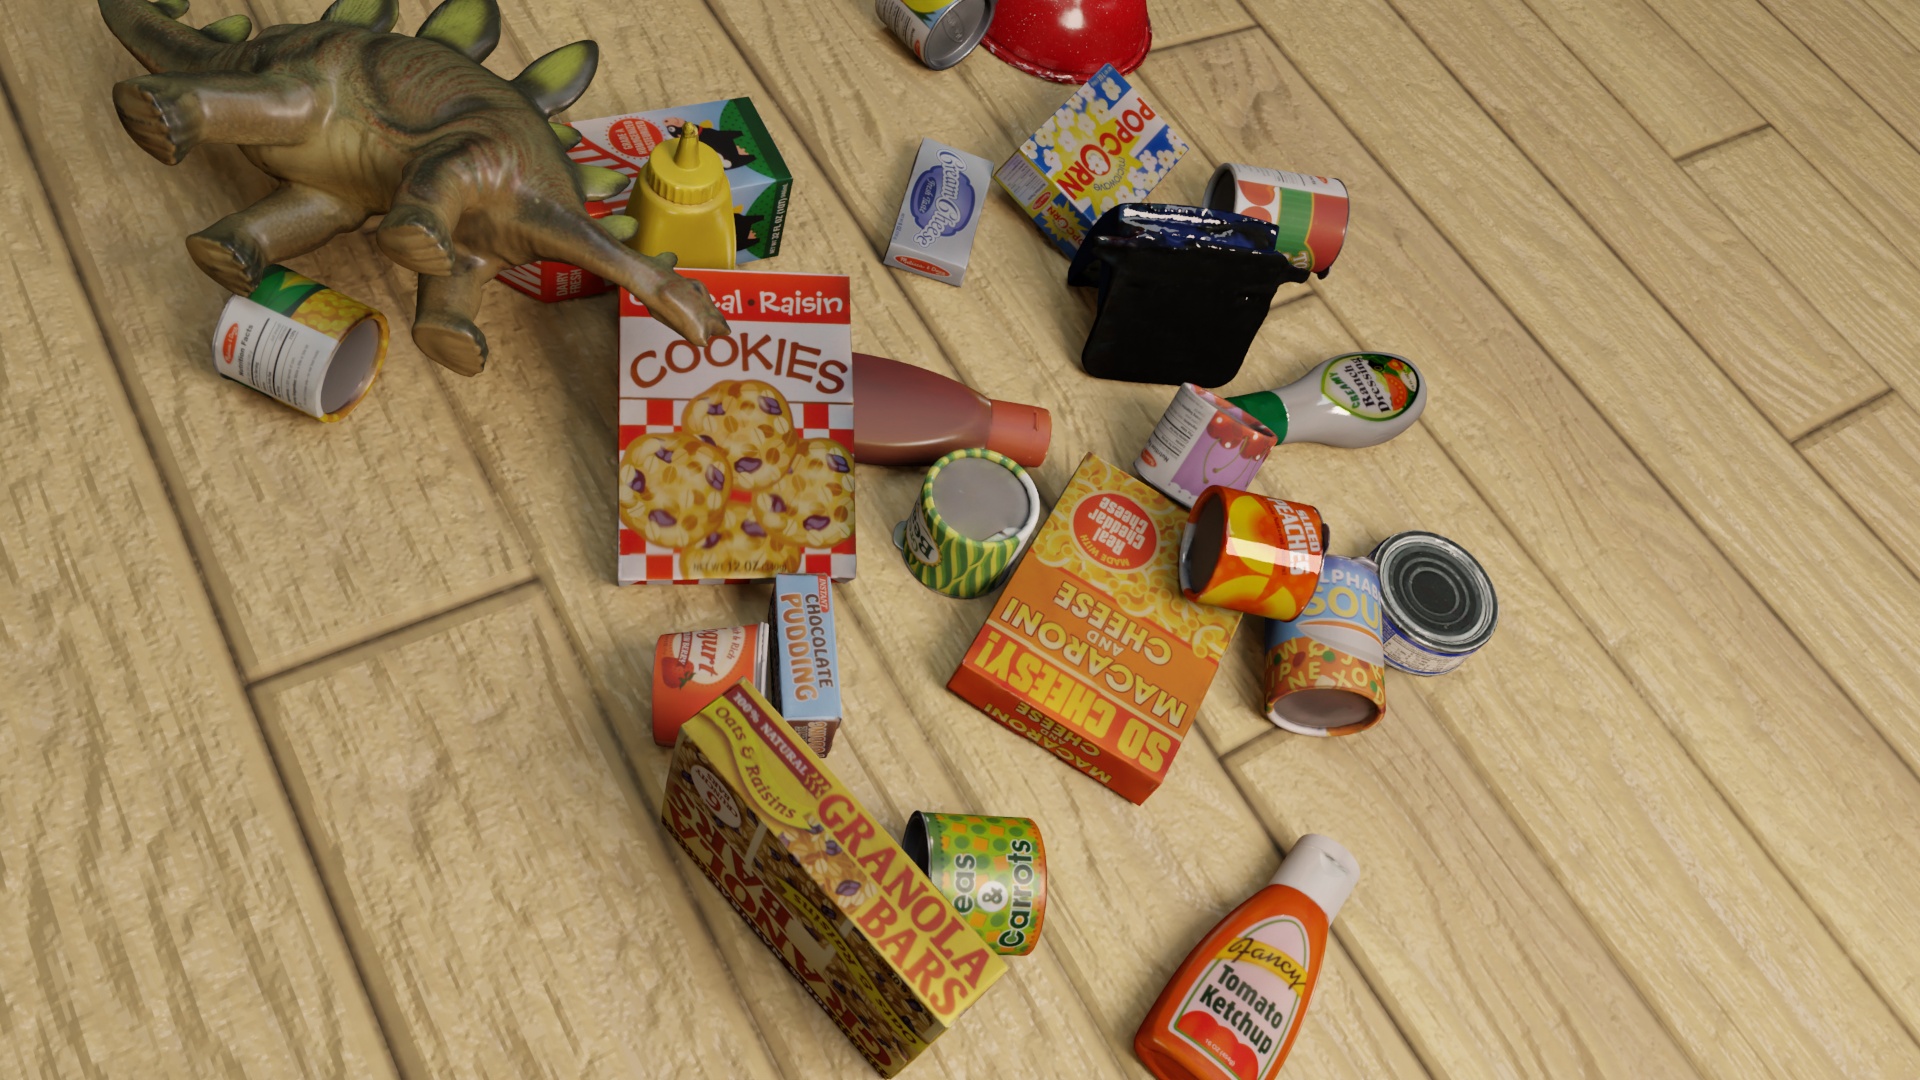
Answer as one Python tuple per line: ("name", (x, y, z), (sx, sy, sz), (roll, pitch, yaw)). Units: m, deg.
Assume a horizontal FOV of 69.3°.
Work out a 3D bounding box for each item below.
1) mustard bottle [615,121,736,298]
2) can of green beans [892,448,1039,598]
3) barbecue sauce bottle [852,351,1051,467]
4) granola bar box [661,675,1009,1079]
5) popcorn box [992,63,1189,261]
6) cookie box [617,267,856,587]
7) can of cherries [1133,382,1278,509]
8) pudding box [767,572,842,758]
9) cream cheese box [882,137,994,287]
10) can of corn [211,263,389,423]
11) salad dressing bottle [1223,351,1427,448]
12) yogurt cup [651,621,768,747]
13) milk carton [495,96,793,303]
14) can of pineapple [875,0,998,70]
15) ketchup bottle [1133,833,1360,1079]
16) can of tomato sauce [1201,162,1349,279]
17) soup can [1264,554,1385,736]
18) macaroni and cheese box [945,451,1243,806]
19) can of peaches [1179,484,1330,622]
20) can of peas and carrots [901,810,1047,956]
("mustard bottle", (-0.154, -0.173, 0.766), (0.065, 0.159, 0.049), (-14, 63, -25))
("can of green beans", (0.005, -0.010, 0.774), (0.071, 0.057, 0.071), (7, 58, -12))
("barbecue sauce bottle", (-0.022, -0.071, 0.813), (0.149, 0.043, 0.065), (8, 64, -12))
("granola bar box", (-0.063, 0.154, 0.614), (0.039, 0.123, 0.166), (-37, 75, -31))
("popcorn box", (0.092, -0.260, 0.952), (0.085, 0.038, 0.127), (45, 56, -8))
("cookie box", (-0.120, -0.060, 0.743), (0.123, 0.040, 0.167), (0, 82, -13))
("can of cherries", (0.148, -0.052, 0.826), (0.071, 0.058, 0.072), (27, 16, -8))
("pudding box", (-0.080, 0.064, 0.709), (0.030, 0.049, 0.084), (1, 60, -14))
("cream cheese box", (-0.013, -0.216, 0.916), (0.053, 0.024, 0.104), (18, 56, -7))
("can of corn", (-0.342, -0.103, 0.726), (0.058, 0.070, 0.071), (25, 56, -1))
("salad dressing bottle", (0.229, -0.085, 0.895), (0.148, 0.043, 0.064), (-13, 65, -23))
("yogurt cup", (-0.122, 0.074, 0.684), (0.054, 0.072, 0.073), (1, 59, -6))
("milk carton", (-0.203, -0.199, 0.820), (0.191, 0.072, 0.073), (-18, 66, -25))
("can of pineapple", (-0.017, -0.381, 0.989), (0.071, 0.070, 0.058), (-34, 73, -30))
("ketchup bottle", (0.149, 0.211, 0.691), (0.065, 0.043, 0.149), (39, 56, 9))
("can of tomato sauce", (0.216, -0.221, 0.962), (0.083, 0.070, 0.071), (5, 59, -13))
("soup can", (0.206, 0.059, 0.784), (0.071, 0.071, 0.084), (13, 57, -8))
("macaroni and cheese box", (0.085, 0.046, 0.775), (0.124, 0.040, 0.167), (31, 56, 3))
("can of peaches", (0.158, 0.006, 0.755), (0.058, 0.071, 0.071), (12, 57, -10))
("can of peas and carrots", (0.005, 0.164, 0.661), (0.059, 0.070, 0.071), (6, 58, -14))
